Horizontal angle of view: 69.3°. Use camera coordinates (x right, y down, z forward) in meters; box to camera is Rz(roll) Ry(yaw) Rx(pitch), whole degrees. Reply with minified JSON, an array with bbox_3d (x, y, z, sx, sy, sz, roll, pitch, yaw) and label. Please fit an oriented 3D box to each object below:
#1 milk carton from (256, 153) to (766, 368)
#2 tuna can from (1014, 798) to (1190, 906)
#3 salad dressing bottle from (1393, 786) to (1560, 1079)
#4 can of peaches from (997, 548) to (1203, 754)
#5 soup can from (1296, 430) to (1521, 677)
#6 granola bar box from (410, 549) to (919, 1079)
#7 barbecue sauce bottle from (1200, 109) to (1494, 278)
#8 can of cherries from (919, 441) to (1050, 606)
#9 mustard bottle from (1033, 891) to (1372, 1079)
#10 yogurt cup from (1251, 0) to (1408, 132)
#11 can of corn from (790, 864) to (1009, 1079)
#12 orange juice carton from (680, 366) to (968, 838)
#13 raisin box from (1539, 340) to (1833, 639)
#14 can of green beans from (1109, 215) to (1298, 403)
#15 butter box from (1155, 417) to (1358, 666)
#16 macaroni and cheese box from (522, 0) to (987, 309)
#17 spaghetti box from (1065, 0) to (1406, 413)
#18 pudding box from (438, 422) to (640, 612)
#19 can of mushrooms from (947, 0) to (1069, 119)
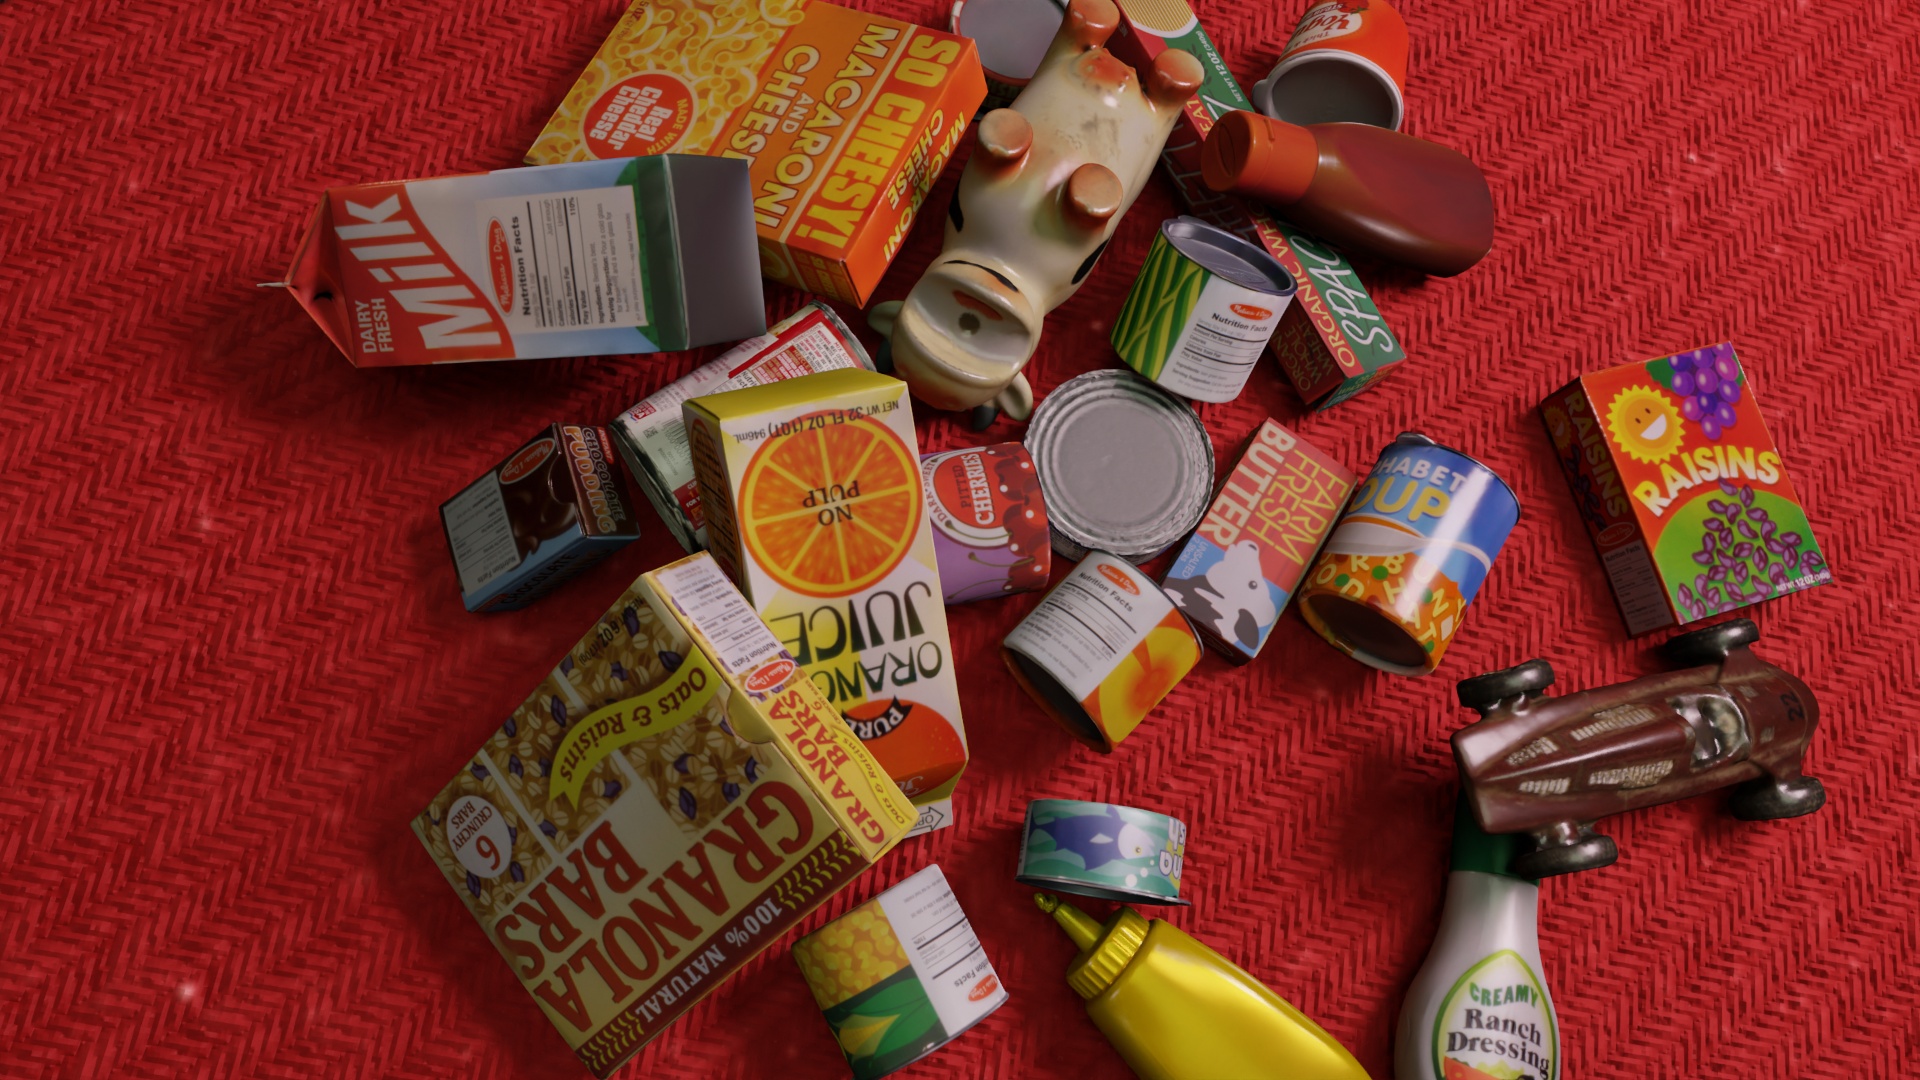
[{"bbox_3d":[-0.182,-0.111,0.561,0.190,0.072,0.073,-1,103,17],"label":"milk carton"},{"bbox_3d":[0.059,0.126,0.557,0.071,0.071,0.033,11,73,-5],"label":"tuna can"},{"bbox_3d":[0.218,0.178,0.577,0.064,0.044,0.148,15,70,-3],"label":"salad dressing bottle"},{"bbox_3d":[0.059,0.048,0.582,0.071,0.071,0.058,45,75,6],"label":"can of peaches"},{"bbox_3d":[0.194,0.006,0.610,0.071,0.071,0.084,34,73,3],"label":"soup can"},{"bbox_3d":[-0.113,0.103,0.505,0.165,0.039,0.124,-43,82,26],"label":"granola bar box"},{"bbox_3d":[0.180,-0.165,0.643,0.149,0.043,0.065,6,65,-30],"label":"barbecue sauce bottle"},{"bbox_3d":[0.002,-0.007,0.587,0.058,0.071,0.071,-9,76,-10],"label":"can of cherries"},{"bbox_3d":[0.092,0.192,0.553,0.160,0.048,0.065,41,74,6],"label":"mustard bottle"},{"bbox_3d":[0.186,-0.229,0.680,0.072,0.072,0.054,22,65,-1],"label":"yogurt cup"},{"bbox_3d":[-0.026,0.167,0.537,0.071,0.071,0.058,-27,79,-14],"label":"can of corn"},{"bbox_3d":[-0.050,0.034,0.541,0.072,0.073,0.192,-14,106,-18],"label":"orange juice carton"},{"bbox_3d":[0.339,-0.025,0.654,0.086,0.040,0.123,-14,78,-10],"label":"raisin box"},{"bbox_3d":[0.108,-0.103,0.621,0.071,0.057,0.071,18,31,-11],"label":"can of green beans"},{"bbox_3d":[0.132,0.000,0.626,0.053,0.024,0.104,33,73,2],"label":"butter box"},{"bbox_3d":[-0.089,-0.183,0.615,0.166,0.040,0.124,21,72,20],"label":"macaroni and cheese box"},{"bbox_3d":[0.129,-0.178,0.667,0.050,0.028,0.250,-20,76,-36],"label":"spaghetti box"},{"bbox_3d":[-0.171,-0.008,0.560,0.030,0.083,0.050,1,66,-55],"label":"pudding box"},{"bbox_3d":[0.024,-0.239,0.676,0.071,0.033,0.071,2,74,-8],"label":"can of mushrooms"}]
